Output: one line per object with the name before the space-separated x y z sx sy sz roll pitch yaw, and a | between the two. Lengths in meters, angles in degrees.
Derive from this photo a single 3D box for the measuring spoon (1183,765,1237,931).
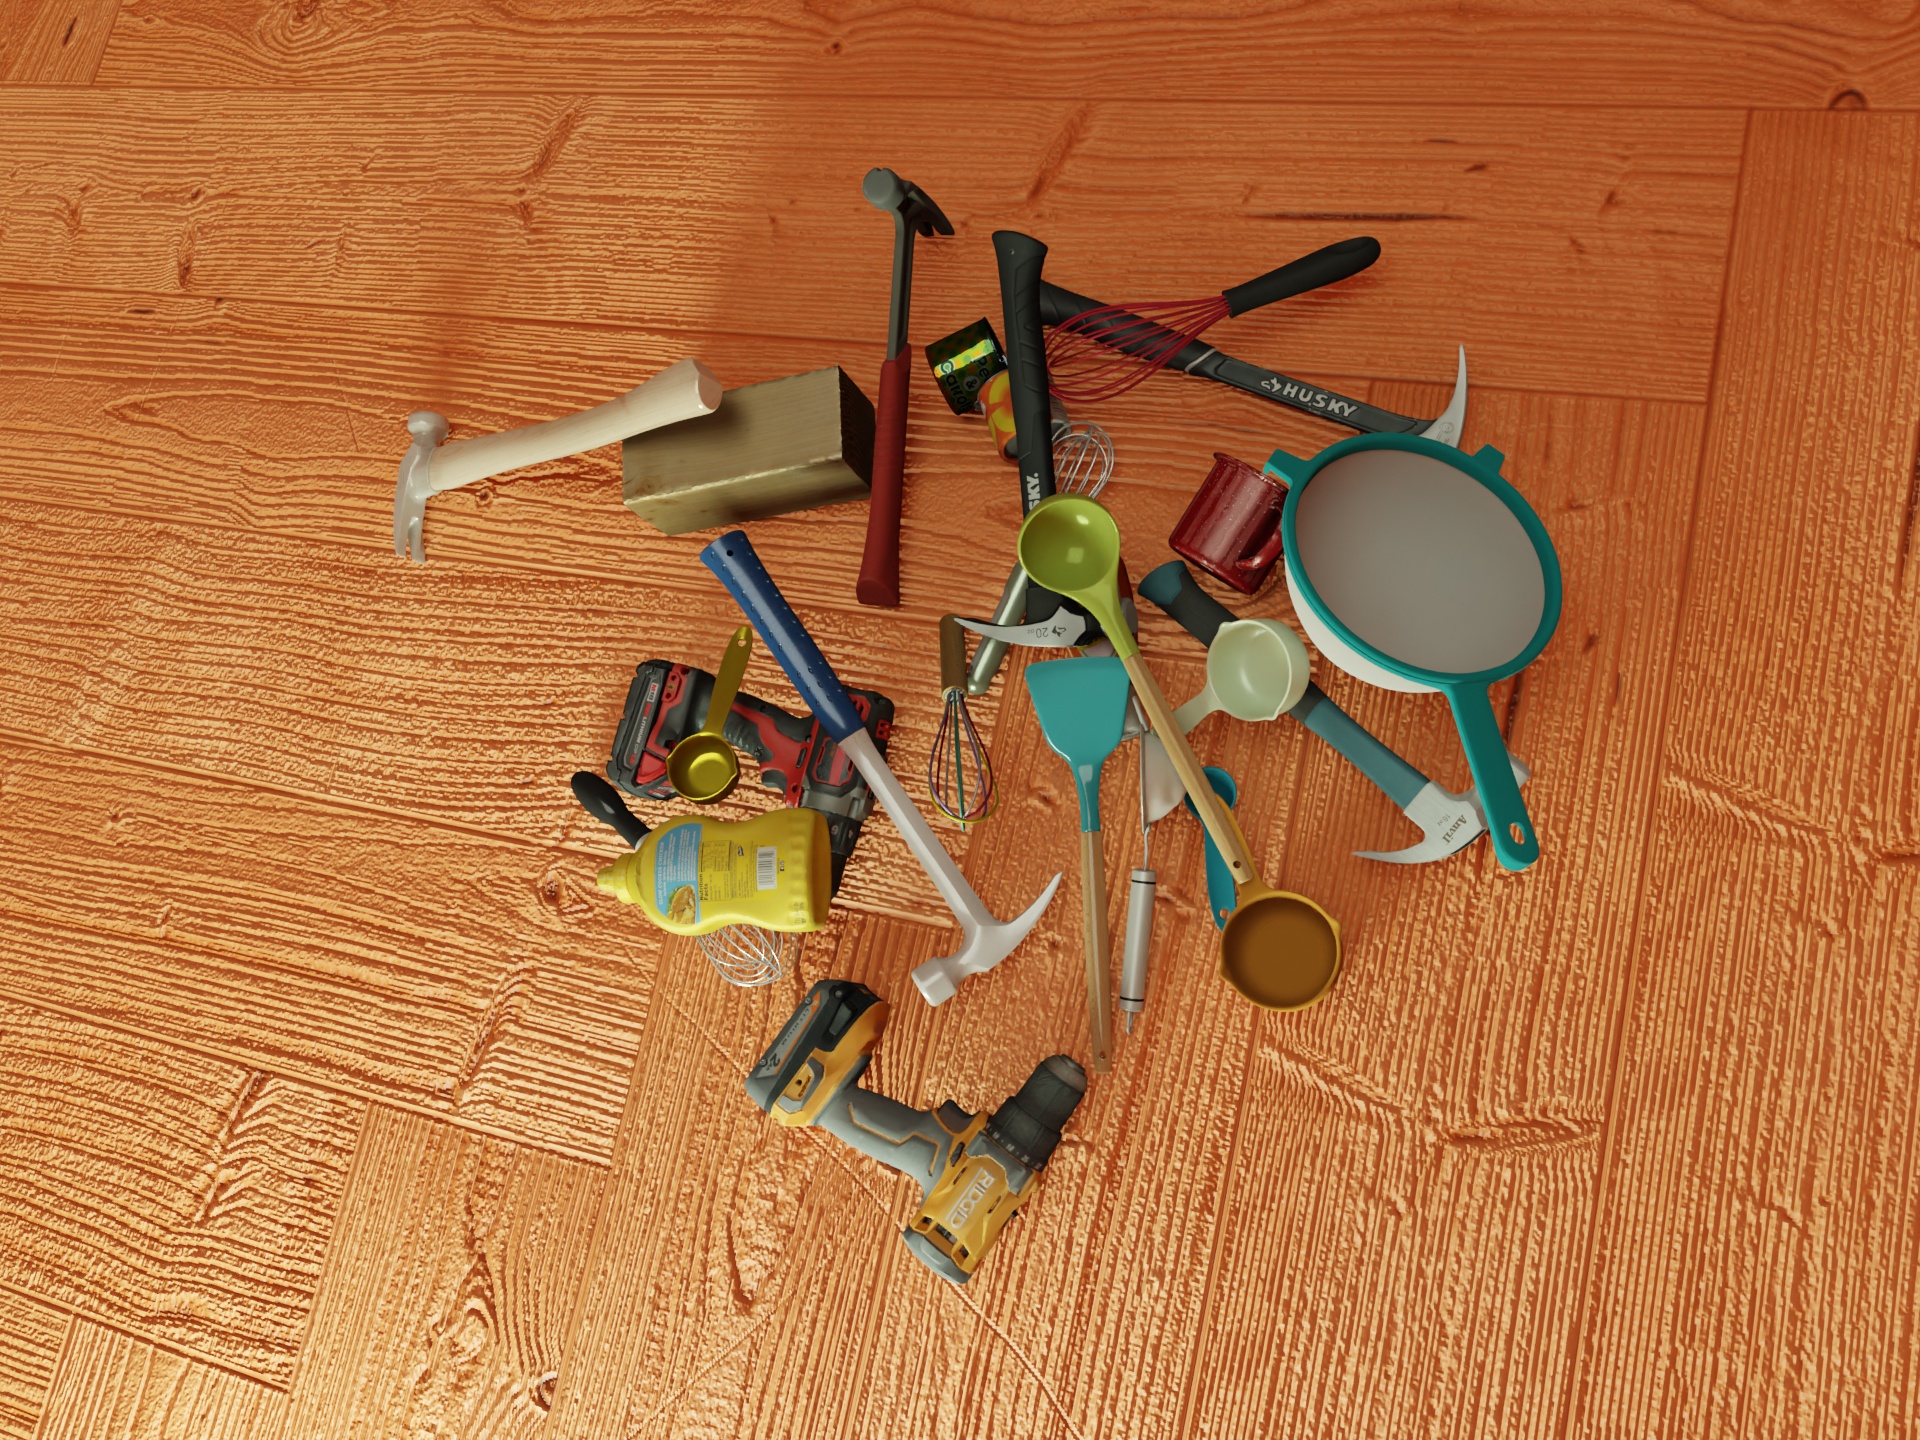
measuring spoon | 0.200 0.100 1.231 0.042 0.021 0.129 -8 83 21

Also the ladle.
ladle | 0.136 -0.024 1.179 0.078 0.062 0.320 -29 81 16

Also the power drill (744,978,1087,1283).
power drill | -0.029 0.288 1.222 0.226 0.084 0.185 36 89 18

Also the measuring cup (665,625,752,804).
measuring cup | -0.194 -0.003 1.303 0.062 0.029 0.157 9 68 13

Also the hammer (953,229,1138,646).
hammer | 0.053 -0.223 1.263 0.146 0.035 0.335 -6 89 27

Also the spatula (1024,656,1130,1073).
spatula | 0.100 0.111 1.224 0.082 0.044 0.317 -4 84 5

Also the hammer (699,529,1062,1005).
hammer | -0.076 0.018 1.267 0.144 0.035 0.405 -34 83 -5

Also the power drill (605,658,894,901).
power drill | -0.177 0.049 1.333 0.227 0.080 0.188 12 81 17

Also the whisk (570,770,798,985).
whisk | -0.241 0.126 1.346 0.285 0.070 0.070 39 90 27

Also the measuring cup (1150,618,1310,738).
measuring cup | 0.201 -0.017 1.221 0.167 0.038 0.083 -42 67 44

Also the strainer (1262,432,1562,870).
strainer | 0.331 -0.042 1.137 0.211 0.095 0.341 -4 65 -15

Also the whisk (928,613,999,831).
whisk | 0.000 -0.003 1.252 0.047 0.051 0.245 -15 40 10

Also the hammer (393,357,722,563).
hammer | -0.371 -0.241 1.422 0.411 0.038 0.146 -6 75 36

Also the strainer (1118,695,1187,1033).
strainer | 0.144 0.112 1.220 0.050 0.087 0.258 6 89 10

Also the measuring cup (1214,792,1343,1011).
measuring cup | 0.225 0.136 1.192 0.095 0.052 0.174 -26 68 10

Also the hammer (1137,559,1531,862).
hammer | 0.263 -0.017 1.216 0.331 0.033 0.128 44 110 26

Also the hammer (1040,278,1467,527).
hammer | 0.220 -0.295 1.313 0.409 0.036 0.149 26 84 22

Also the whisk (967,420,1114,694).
whisk | 0.060 -0.134 1.318 0.059 0.058 0.246 25 89 -13

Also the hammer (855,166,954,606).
hammer | -0.054 -0.277 1.371 0.037 0.149 0.359 3 89 19

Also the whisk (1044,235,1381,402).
whisk | 0.197 -0.328 1.283 0.296 0.073 0.073 -20 71 5
